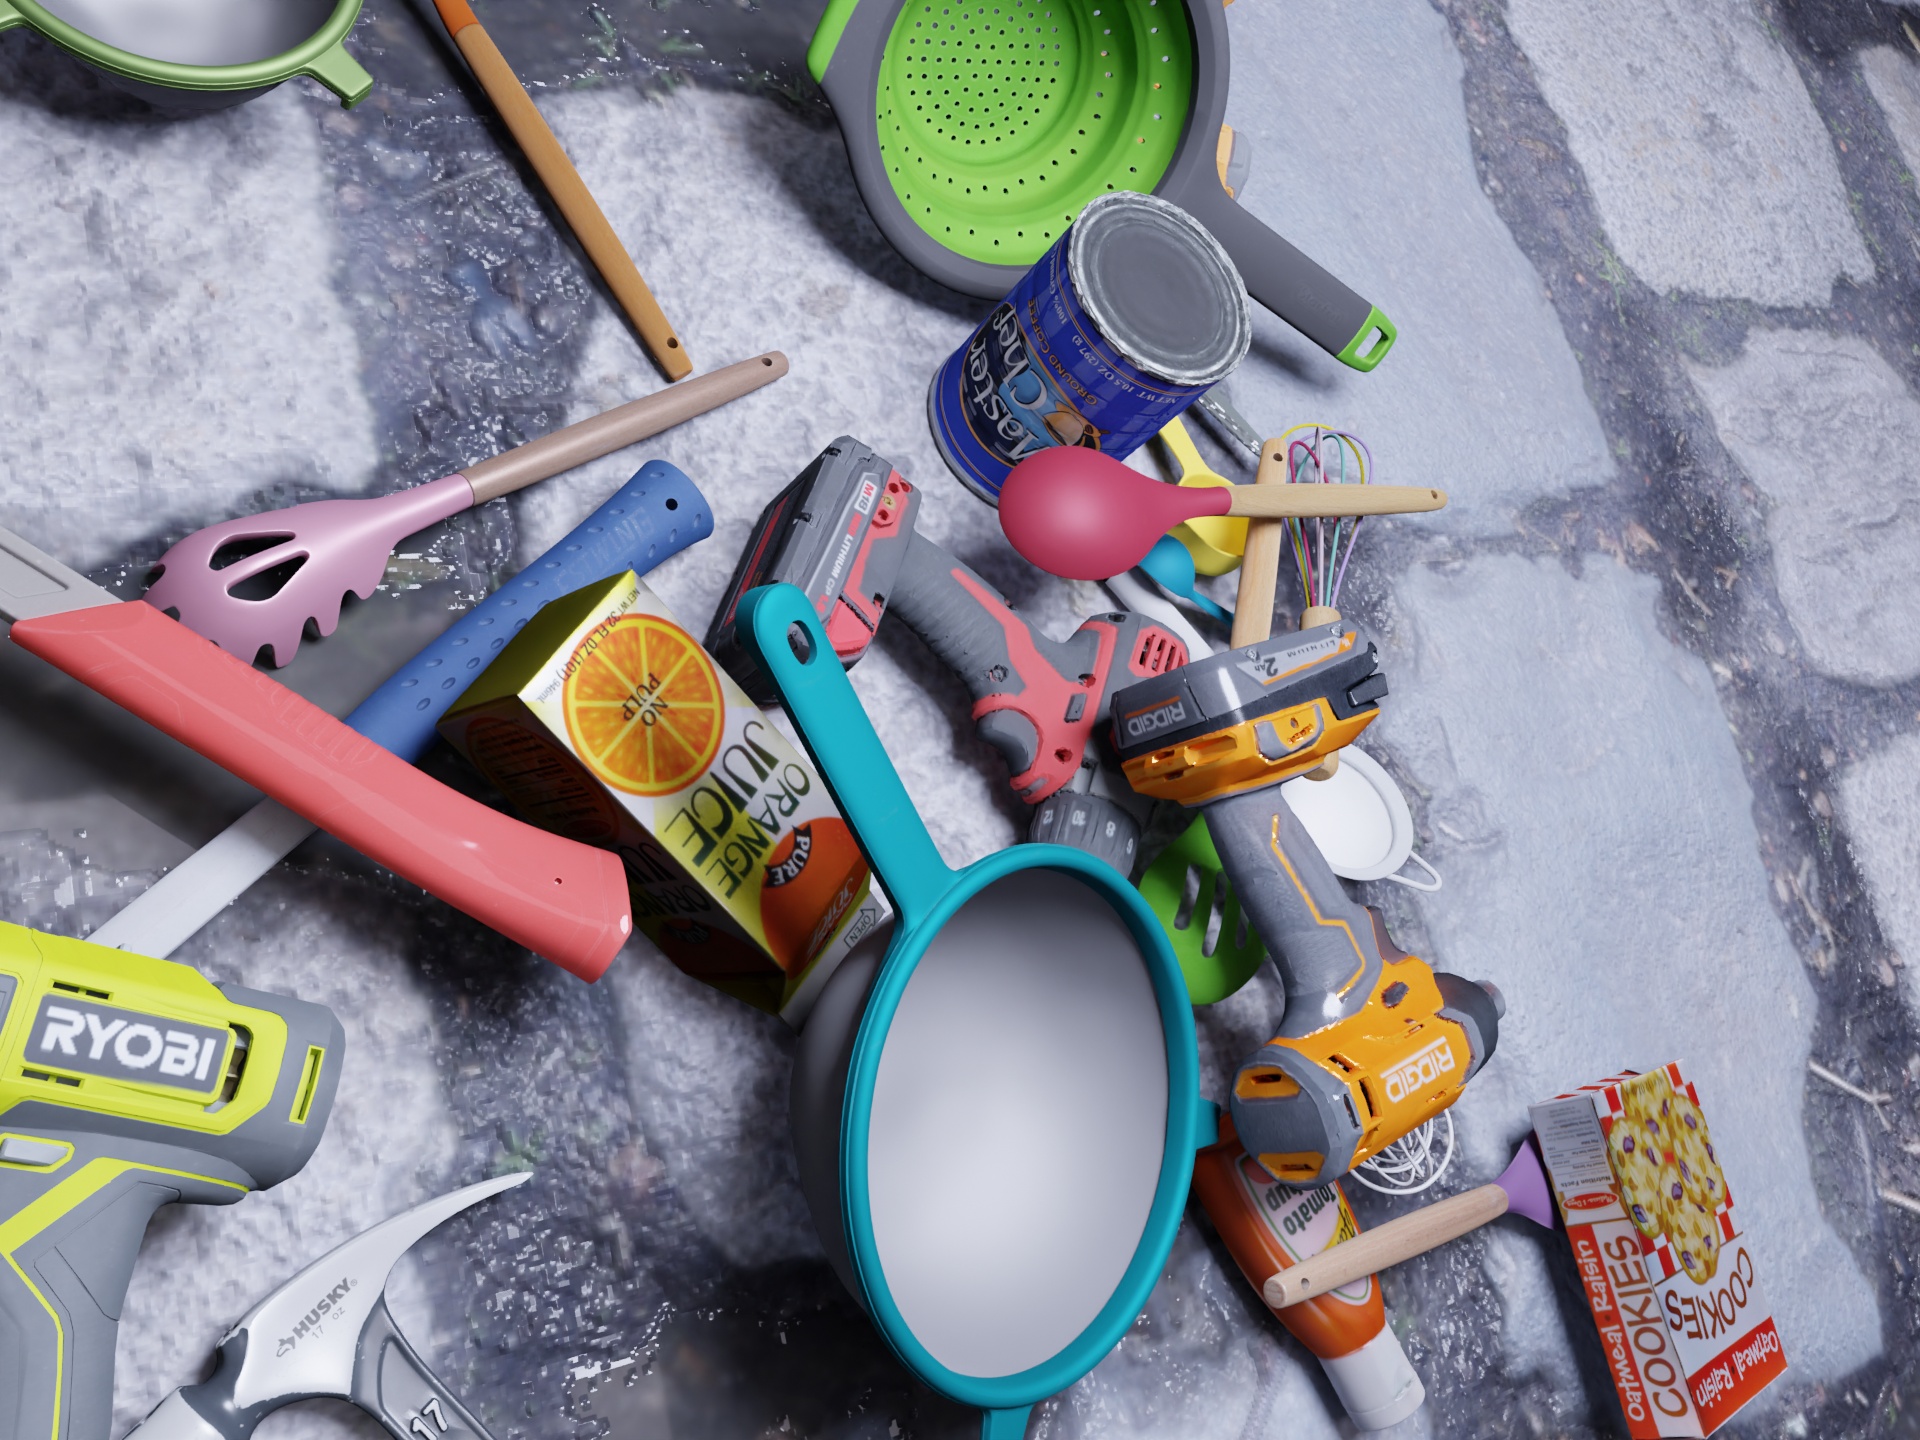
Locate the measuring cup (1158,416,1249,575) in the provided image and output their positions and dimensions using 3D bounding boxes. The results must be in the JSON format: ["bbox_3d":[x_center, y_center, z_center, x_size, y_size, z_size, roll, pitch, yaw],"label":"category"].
[{"bbox_3d":[0.114,-0.147,0.884,0.062,0.029,0.157,-11,64,-37],"label":"measuring cup"}]

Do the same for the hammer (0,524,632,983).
[{"bbox_3d":[-0.276,-0.007,0.547,0.359,0.036,0.149,34,56,-10],"label":"hammer"}]

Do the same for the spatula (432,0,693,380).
[{"bbox_3d":[-0.221,-0.297,0.749,0.081,0.041,0.322,-34,94,-35],"label":"spatula"}]

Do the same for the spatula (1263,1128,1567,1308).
[{"bbox_3d":[0.247,0.240,0.772,0.315,0.018,0.060,0,72,-43],"label":"spatula"}]

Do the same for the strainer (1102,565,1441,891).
[{"bbox_3d":[0.149,-0.002,0.832,0.258,0.050,0.087,49,50,3],"label":"strainer"}]

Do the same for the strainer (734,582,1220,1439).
[{"bbox_3d":[-0.025,0.101,0.615,0.211,0.095,0.340,-45,118,-40],"label":"strainer"}]

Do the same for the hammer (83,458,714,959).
[{"bbox_3d":[-0.243,0.019,0.600,0.144,0.035,0.405,46,55,-6],"label":"hammer"}]

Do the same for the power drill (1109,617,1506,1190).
[{"bbox_3d":[0.168,0.075,0.722,0.164,0.084,0.226,-15,85,-38],"label":"power drill"}]

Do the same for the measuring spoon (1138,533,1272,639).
[{"bbox_3d":[0.140,-0.067,0.849,0.128,0.021,0.042,29,21,-30],"label":"measuring spoon"}]

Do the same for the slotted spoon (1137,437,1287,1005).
[{"bbox_3d":[0.140,-0.012,0.799,0.070,0.031,0.314,16,65,-8],"label":"slotted spoon"}]

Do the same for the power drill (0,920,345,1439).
[{"bbox_3d":[-0.294,0.165,0.438,0.190,0.080,0.229,22,60,-31],"label":"power drill"}]

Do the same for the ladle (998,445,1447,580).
[{"bbox_3d":[0.150,-0.110,0.809,0.315,0.031,0.069,-7,73,-38],"label":"ladle"}]

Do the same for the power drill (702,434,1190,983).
[{"bbox_3d":[-0.001,-0.002,0.726,0.226,0.080,0.188,30,59,-20],"label":"power drill"}]

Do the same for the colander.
[{"bbox_3d":[0.089,-0.301,0.861,0.396,0.204,0.095,23,22,-34],"label":"colander"}]

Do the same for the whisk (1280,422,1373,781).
[{"bbox_3d":[0.191,-0.072,0.859,0.047,0.051,0.245,29,51,-25],"label":"whisk"}]

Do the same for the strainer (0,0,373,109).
[{"bbox_3d":[-0.339,-0.359,0.676,0.151,0.069,0.256,-1,71,-28],"label":"strainer"}]

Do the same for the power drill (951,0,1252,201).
[{"bbox_3d":[0.092,-0.419,0.945,0.185,0.084,0.226,19,67,-21],"label":"power drill"}]

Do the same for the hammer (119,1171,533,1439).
[{"bbox_3d":[-0.092,0.338,0.561,0.409,0.036,0.149,48,54,-5],"label":"hammer"}]

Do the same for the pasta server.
[{"bbox_3d":[-0.194,-0.105,0.686,0.316,0.040,0.060,-34,89,-39],"label":"pasta server"}]

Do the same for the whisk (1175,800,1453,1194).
[{"bbox_3d":[0.166,0.120,0.790,0.059,0.057,0.246,-28,81,-5],"label":"whisk"}]
